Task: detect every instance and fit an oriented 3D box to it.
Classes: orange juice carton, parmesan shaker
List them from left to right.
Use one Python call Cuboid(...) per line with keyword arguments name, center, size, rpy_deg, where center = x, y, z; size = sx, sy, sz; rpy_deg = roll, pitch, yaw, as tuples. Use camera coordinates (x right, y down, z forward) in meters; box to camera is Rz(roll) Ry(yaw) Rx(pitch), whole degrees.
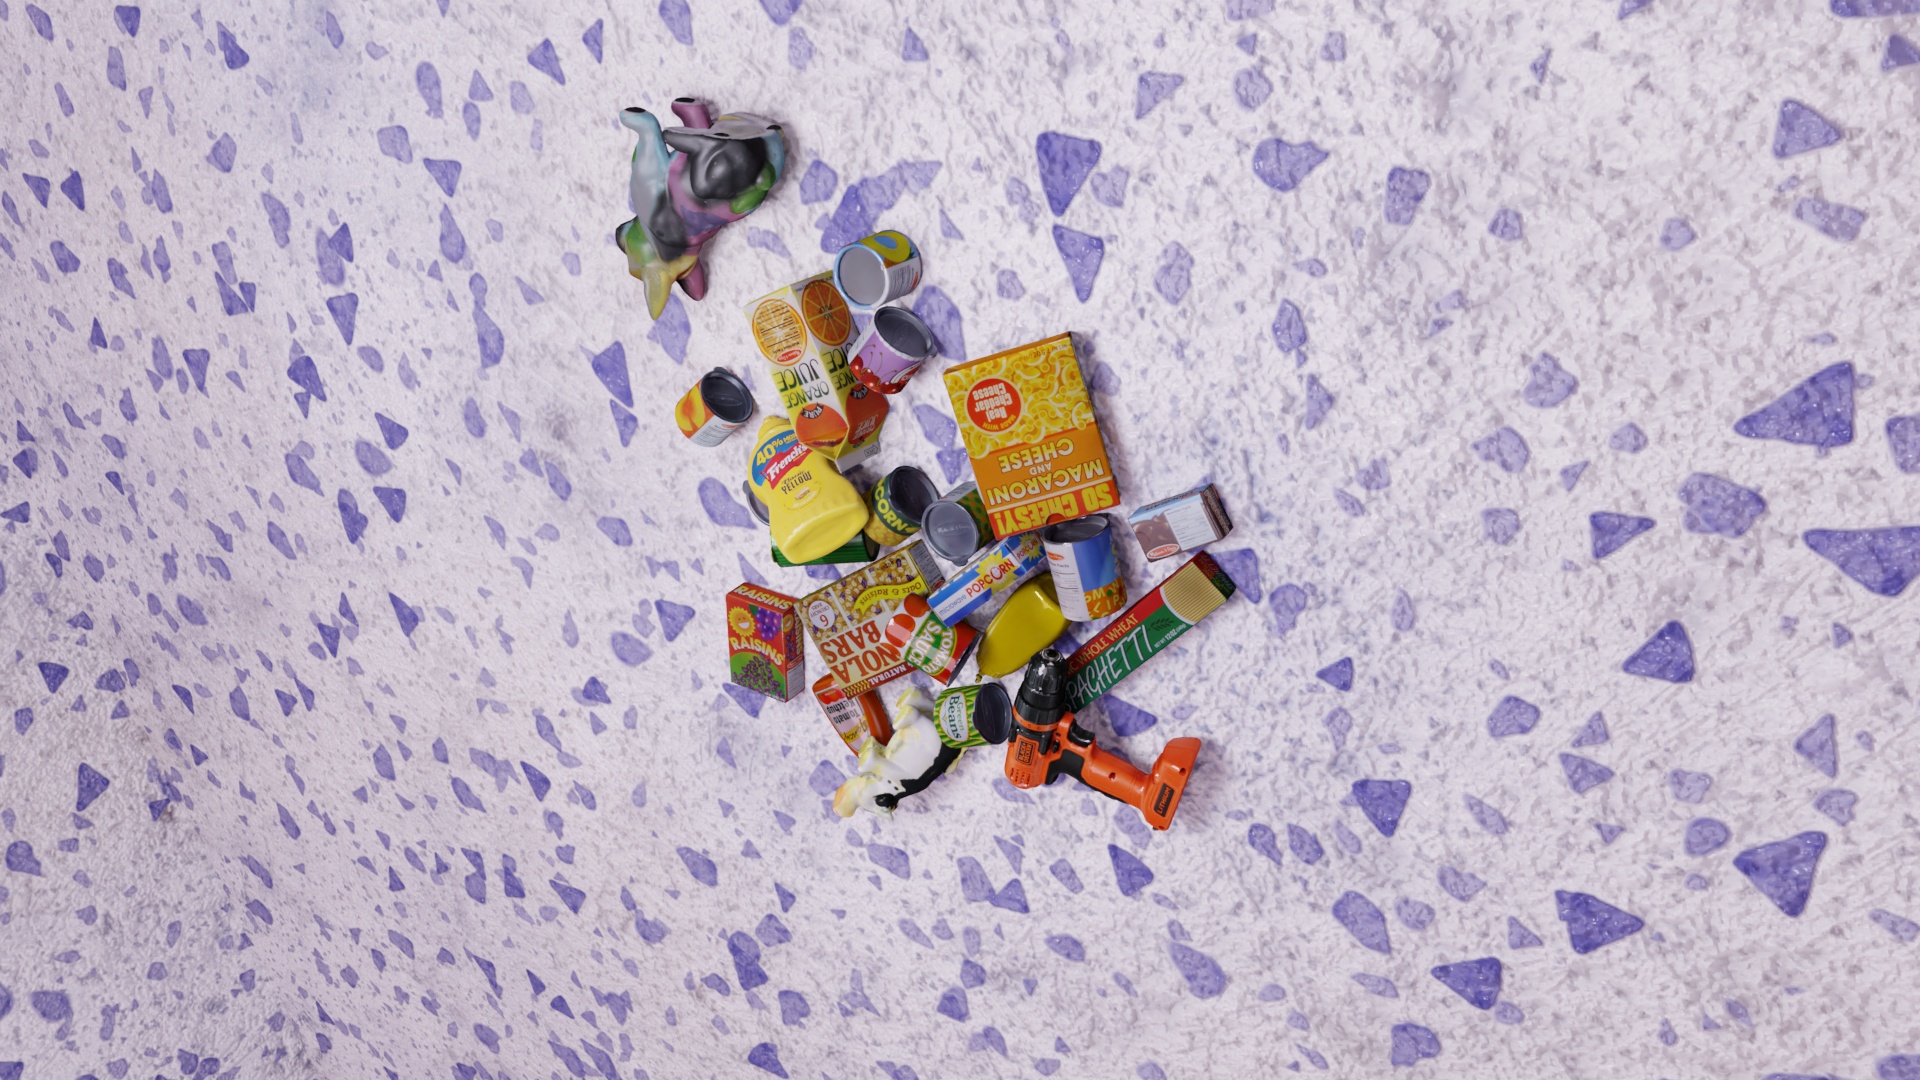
Cuboid(name="orange juice carton", center=(-0.138, -0.166, 1.406), size=(0.073, 0.072, 0.192), rpy_deg=(-15, 103, 38))
Cuboid(name="parmesan shaker", center=(-0.142, -0.005, 1.468), size=(0.103, 0.071, 0.071), rpy_deg=(-3, 111, 13))

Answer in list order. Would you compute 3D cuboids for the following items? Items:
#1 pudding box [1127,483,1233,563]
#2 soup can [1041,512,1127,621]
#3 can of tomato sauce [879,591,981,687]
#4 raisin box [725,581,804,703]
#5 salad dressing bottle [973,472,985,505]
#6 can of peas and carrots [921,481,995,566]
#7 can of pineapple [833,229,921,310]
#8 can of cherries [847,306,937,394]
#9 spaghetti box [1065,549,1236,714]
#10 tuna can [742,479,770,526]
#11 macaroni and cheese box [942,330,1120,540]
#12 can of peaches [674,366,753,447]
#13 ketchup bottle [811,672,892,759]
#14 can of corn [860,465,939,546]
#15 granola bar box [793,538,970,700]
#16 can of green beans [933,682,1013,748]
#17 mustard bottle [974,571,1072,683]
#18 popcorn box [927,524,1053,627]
Cuboid(name="pudding box", center=(0.202, -0.016, 1.279), size=(0.083, 0.030, 0.049), rpy_deg=(-21, 101, 38))
Cuboid(name="soup can", center=(0.122, 0.025, 1.329), size=(0.071, 0.072, 0.083), rpy_deg=(-2, 114, 34))
Cuboid(name="can of tomato sauce", center=(-0.031, 0.100, 1.412), size=(0.083, 0.071, 0.070), rpy_deg=(31, 126, 8))
Cuboid(name="raisin box", center=(-0.227, 0.118, 1.623), size=(0.086, 0.040, 0.122), rpy_deg=(17, 121, 27))
Cuboid(name="salad dressing bottle", center=(0.037, -0.095, 1.343), size=(0.064, 0.044, 0.147), rpy_deg=(-7, 107, 27))
Cuboid(name="can of peas and carrots", center=(0.005, -0.017, 1.390), size=(0.071, 0.059, 0.070), rpy_deg=(15, 120, 27))
Cuboid(name="can of pineapple", center=(-0.081, -0.260, 1.332), size=(0.071, 0.058, 0.070), rpy_deg=(15, 119, 28))
Cuboid(name="can of cherries", center=(-0.066, -0.183, 1.354), size=(0.071, 0.072, 0.058), rpy_deg=(47, 129, 6))
Cuboid(name="spaghetti box", center=(0.166, 0.098, 1.358), size=(0.050, 0.029, 0.249), rpy_deg=(49, 129, 3))
Cuboid(name="tuna can", center=(-0.203, -0.051, 1.529), size=(0.071, 0.033, 0.070), rpy_deg=(14, 119, 28))
Cuboid(name="macaroni and cheese box", center=(0.067, -0.096, 1.292), size=(0.123, 0.040, 0.166), rpy_deg=(-16, 104, 10))
Cuboid(name="can of peaches", center=(-0.269, -0.144, 1.509), size=(0.058, 0.071, 0.071), rpy_deg=(-36, 90, 40))
Cuboid(name="ketchup bottle", center=(-0.109, 0.216, 1.588), size=(0.064, 0.044, 0.148), rpy_deg=(-24, 98, 31))
Cuboid(name="can of corn", center=(-0.066, -0.034, 1.422), size=(0.058, 0.071, 0.071), rpy_deg=(-34, 91, 40))
Cuboid(name="granola bar box", center=(-0.083, 0.087, 1.495), size=(0.165, 0.039, 0.124), rpy_deg=(-26, 96, 29))
Cuboid(name="can of green beans", center=(0.013, 0.186, 1.477), size=(0.057, 0.071, 0.071), rpy_deg=(-12, 105, 37))
Cuboid(name="mustard bottle", center=(0.056, 0.098, 1.418), size=(0.065, 0.049, 0.159), rpy_deg=(45, 129, 5))
Cuboid(name="popcorn box", center=(0.034, 0.029, 1.376), size=(0.126, 0.085, 0.038), rpy_deg=(-37, 90, 39))
